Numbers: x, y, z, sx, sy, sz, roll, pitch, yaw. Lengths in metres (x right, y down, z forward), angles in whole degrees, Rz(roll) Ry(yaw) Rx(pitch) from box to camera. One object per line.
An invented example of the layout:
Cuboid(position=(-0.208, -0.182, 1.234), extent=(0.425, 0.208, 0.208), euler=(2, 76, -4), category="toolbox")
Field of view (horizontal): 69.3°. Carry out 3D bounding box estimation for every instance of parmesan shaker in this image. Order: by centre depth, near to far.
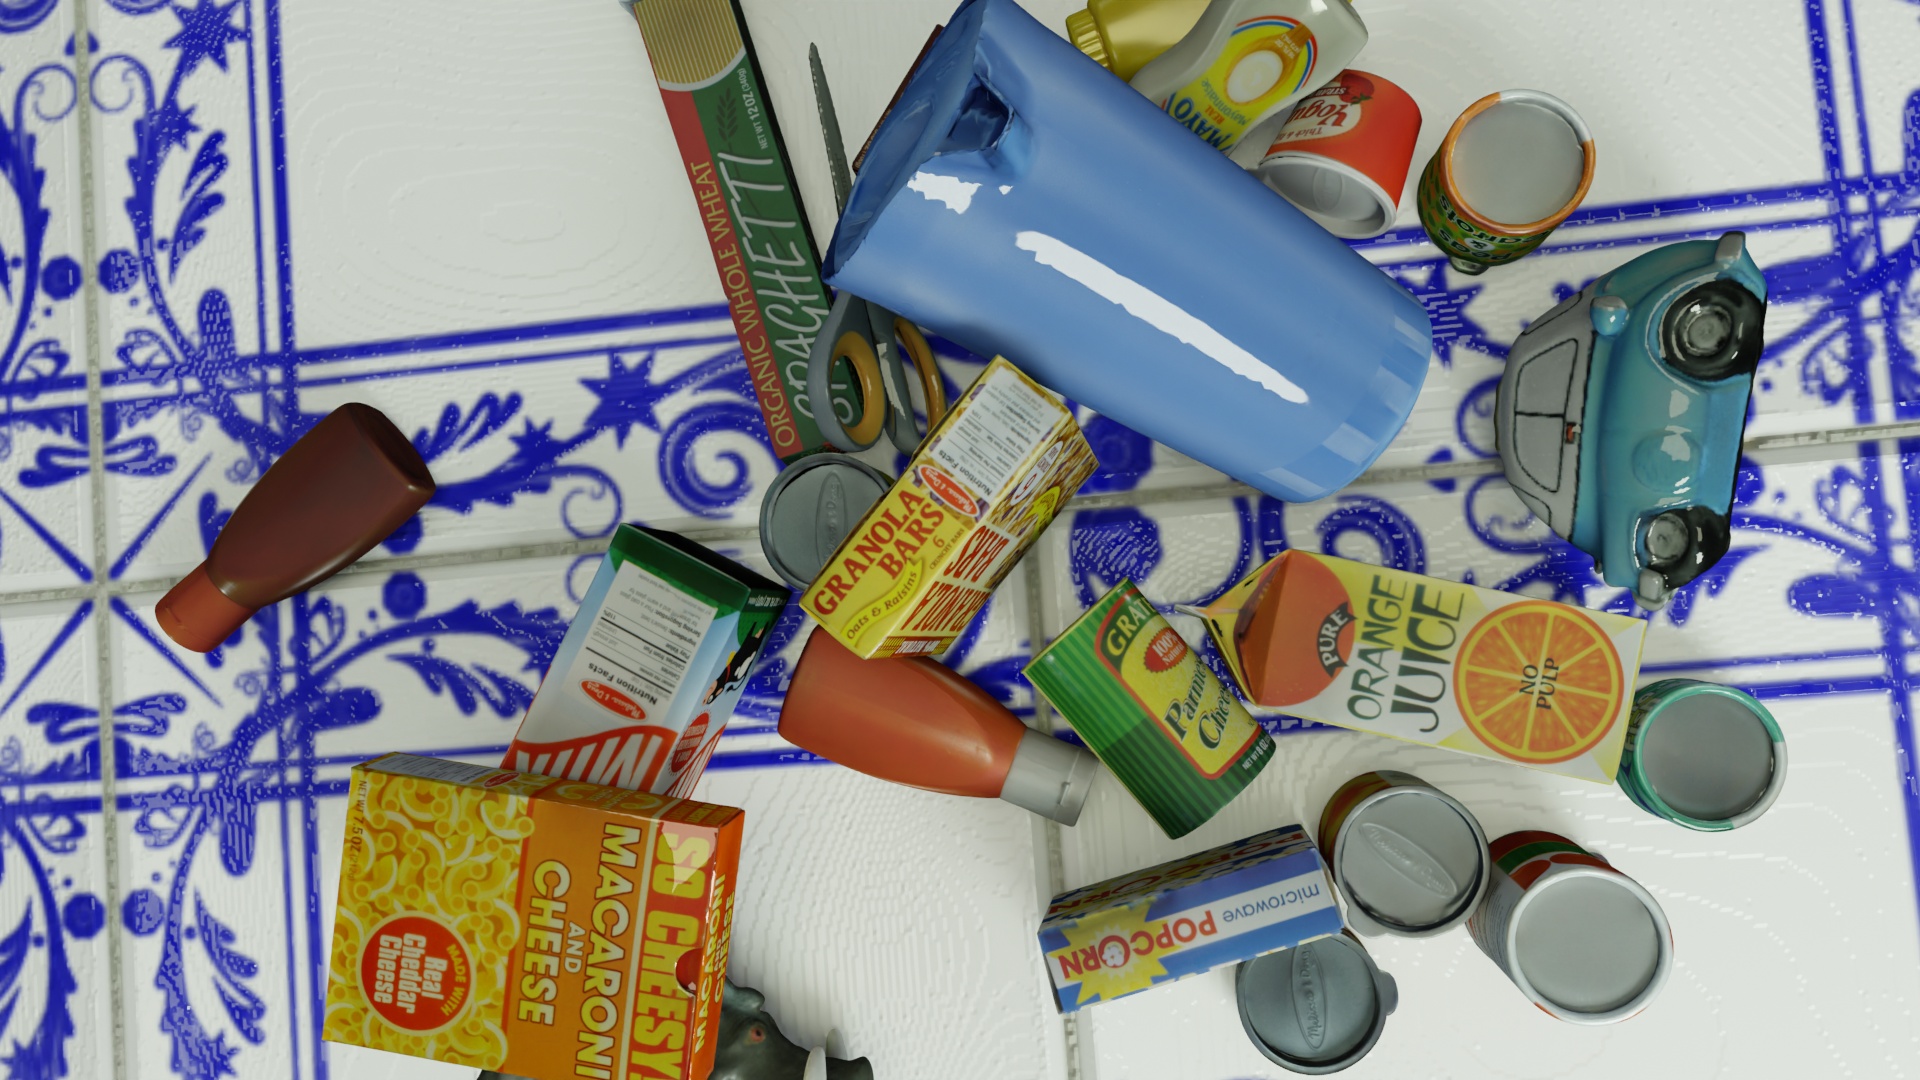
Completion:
Cuboid(position=(0.088, 0.075, 0.638), extent=(0.071, 0.071, 0.103), euler=(-42, 85, 4), category="parmesan shaker")

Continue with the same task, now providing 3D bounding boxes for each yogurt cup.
Cuboid(position=(0.177, -0.180, 0.642), extent=(0.072, 0.072, 0.054), euler=(24, 83, 8), category="yogurt cup")

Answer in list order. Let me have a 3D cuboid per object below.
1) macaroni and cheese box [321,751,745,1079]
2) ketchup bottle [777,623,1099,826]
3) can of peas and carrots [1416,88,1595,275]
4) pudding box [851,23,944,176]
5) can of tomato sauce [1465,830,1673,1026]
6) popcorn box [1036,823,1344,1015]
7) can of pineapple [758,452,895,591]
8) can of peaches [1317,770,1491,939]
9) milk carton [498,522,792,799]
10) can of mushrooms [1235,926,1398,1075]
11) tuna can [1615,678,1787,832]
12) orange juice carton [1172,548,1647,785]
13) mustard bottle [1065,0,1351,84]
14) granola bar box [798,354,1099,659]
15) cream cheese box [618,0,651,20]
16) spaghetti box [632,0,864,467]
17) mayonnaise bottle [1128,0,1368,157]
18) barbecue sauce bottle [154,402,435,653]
Cuboid(position=(-0.187, 0.168, 0.608), extent=(0.166, 0.040, 0.123), euler=(8, 93, 7), category="macaroni and cheese box")
Cuboid(position=(-0.009, 0.091, 0.660), extent=(0.149, 0.043, 0.064), euler=(21, 98, 8), category="ketchup bottle")
Cuboid(position=(0.246, -0.162, 0.633), extent=(0.071, 0.058, 0.071), euler=(0, 87, 8), category="can of peas and carrots")
Cuboid(position=(-0.011, -0.203, 0.684), extent=(0.050, 0.030, 0.083), euler=(32, 92, 8), category="pudding box")
Cuboid(position=(0.261, 0.165, 0.600), extent=(0.071, 0.083, 0.071), euler=(0, 87, 8), category="can of tomato sauce")
Cuboid(position=(0.101, 0.166, 0.620), extent=(0.127, 0.085, 0.038), euler=(-19, 84, 7), category="popcorn box")
Cuboid(position=(-0.055, -0.006, 0.664), extent=(0.071, 0.058, 0.071), euler=(0, 87, 8), category="can of pineapple")
Cuboid(position=(0.195, 0.141, 0.623), extent=(0.071, 0.058, 0.071), euler=(0, 88, 7), category="can of peaches")
Cuboid(position=(-0.162, 0.093, 0.666), extent=(0.073, 0.072, 0.190), euler=(26, 90, 9), category="milk carton")
Cuboid(position=(0.162, 0.206, 0.636), extent=(0.071, 0.033, 0.071), euler=(0, 86, 8), category="can of mushrooms")
Cuboid(position=(0.326, 0.094, 0.620), extent=(0.071, 0.033, 0.071), euler=(0, 87, 7), category="tuna can")
Cuboid(position=(0.190, 0.050, 0.622), extent=(0.193, 0.072, 0.073), euler=(12, 88, 8), category="orange juice carton")
Cuboid(position=(0.102, -0.250, 0.662), extent=(0.160, 0.049, 0.065), euler=(-19, 85, 7), category="mustard bottle")
Cuboid(position=(0.002, -0.008, 0.603), extent=(0.039, 0.165, 0.124), euler=(40, 93, 10), category="granola bar box")
Cuboid(position=(-0.130, -0.310, 0.709), extent=(0.104, 0.024, 0.053), euler=(-17, 86, 7), category="cream cheese box")
Cuboid(position=(-0.102, -0.160, 0.694), extent=(0.050, 0.028, 0.250), euler=(-19, 84, 7), category="spaghetti box")
Cuboid(position=(0.109, -0.200, 0.636), extent=(0.064, 0.041, 0.147), euler=(32, 124, -30), category="mayonnaise bottle")
Cuboid(position=(-0.344, -0.002, 0.710), extent=(0.148, 0.043, 0.065), euler=(-39, 83, 4), category="barbecue sauce bottle")
